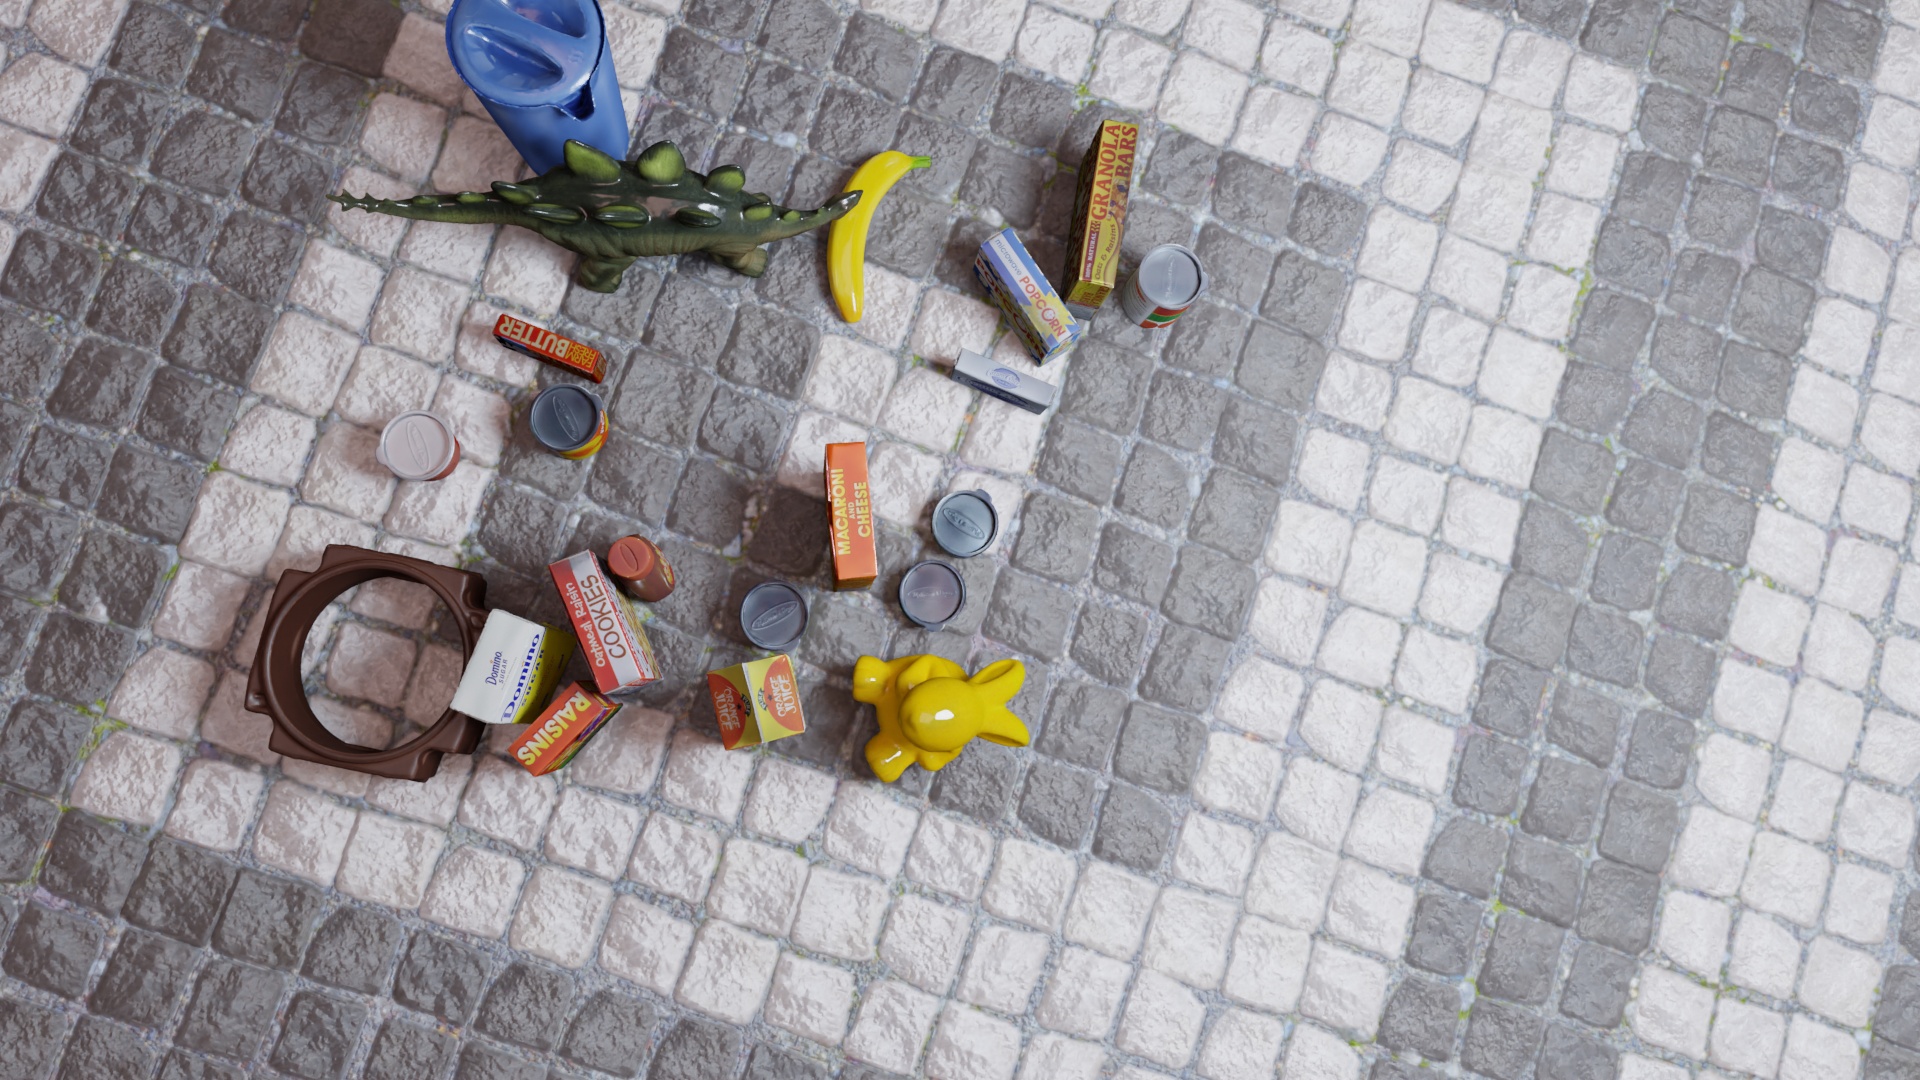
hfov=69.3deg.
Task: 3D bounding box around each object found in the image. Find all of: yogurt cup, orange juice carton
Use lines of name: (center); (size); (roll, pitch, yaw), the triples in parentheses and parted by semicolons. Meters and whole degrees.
yogurt cup: (-0.512, -0.087, 1.325); (0.072, 0.054, 0.072); (1, 83, -6)
orange juice carton: (-0.184, 0.147, 1.261); (0.073, 0.192, 0.072); (-13, 85, -7)

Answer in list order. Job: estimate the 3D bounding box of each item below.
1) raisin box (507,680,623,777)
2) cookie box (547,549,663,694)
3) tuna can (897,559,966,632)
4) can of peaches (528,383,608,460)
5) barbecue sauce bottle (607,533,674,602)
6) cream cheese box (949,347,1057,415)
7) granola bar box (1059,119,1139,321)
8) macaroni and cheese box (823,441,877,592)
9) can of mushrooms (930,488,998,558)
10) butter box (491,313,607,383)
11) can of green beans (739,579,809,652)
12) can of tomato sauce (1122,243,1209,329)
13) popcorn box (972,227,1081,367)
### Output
raisin box: (-0.360, 0.171, 1.275); (0.040, 0.123, 0.086); (44, 82, 0)
cookie box: (-0.322, 0.078, 1.268); (0.040, 0.167, 0.123); (-24, 86, -8)
tuna can: (-0.028, 0.055, 1.368); (0.071, 0.033, 0.071); (1, 83, -6)
can of peaches: (-0.374, -0.115, 1.341); (0.071, 0.058, 0.071); (1, 83, -6)
barbecue sauce bottle: (-0.298, 0.022, 1.286); (0.044, 0.148, 0.065); (-30, 87, -8)
cream cheese box: (0.042, -0.158, 1.390); (0.104, 0.053, 0.024); (22, 82, -3)
granola bar box: (0.135, -0.316, 1.383); (0.039, 0.124, 0.165); (10, 83, -4)
macaroni and cheese box: (-0.105, -0.018, 1.302); (0.040, 0.166, 0.124); (-5, 84, -6)
can of mushrooms: (0.005, -0.017, 1.380); (0.071, 0.033, 0.071); (1, 83, -6)
butter box: (-0.397, -0.186, 1.349); (0.103, 0.053, 0.024); (21, 82, -3)
can of green beans: (-0.178, 0.073, 1.338); (0.071, 0.057, 0.071); (1, 83, -6)
can of tomato sauce: (0.206, -0.255, 1.403); (0.071, 0.083, 0.071); (1, 84, -6)
popcorn box: (0.064, -0.241, 1.386); (0.038, 0.085, 0.126); (-34, 88, -8)
